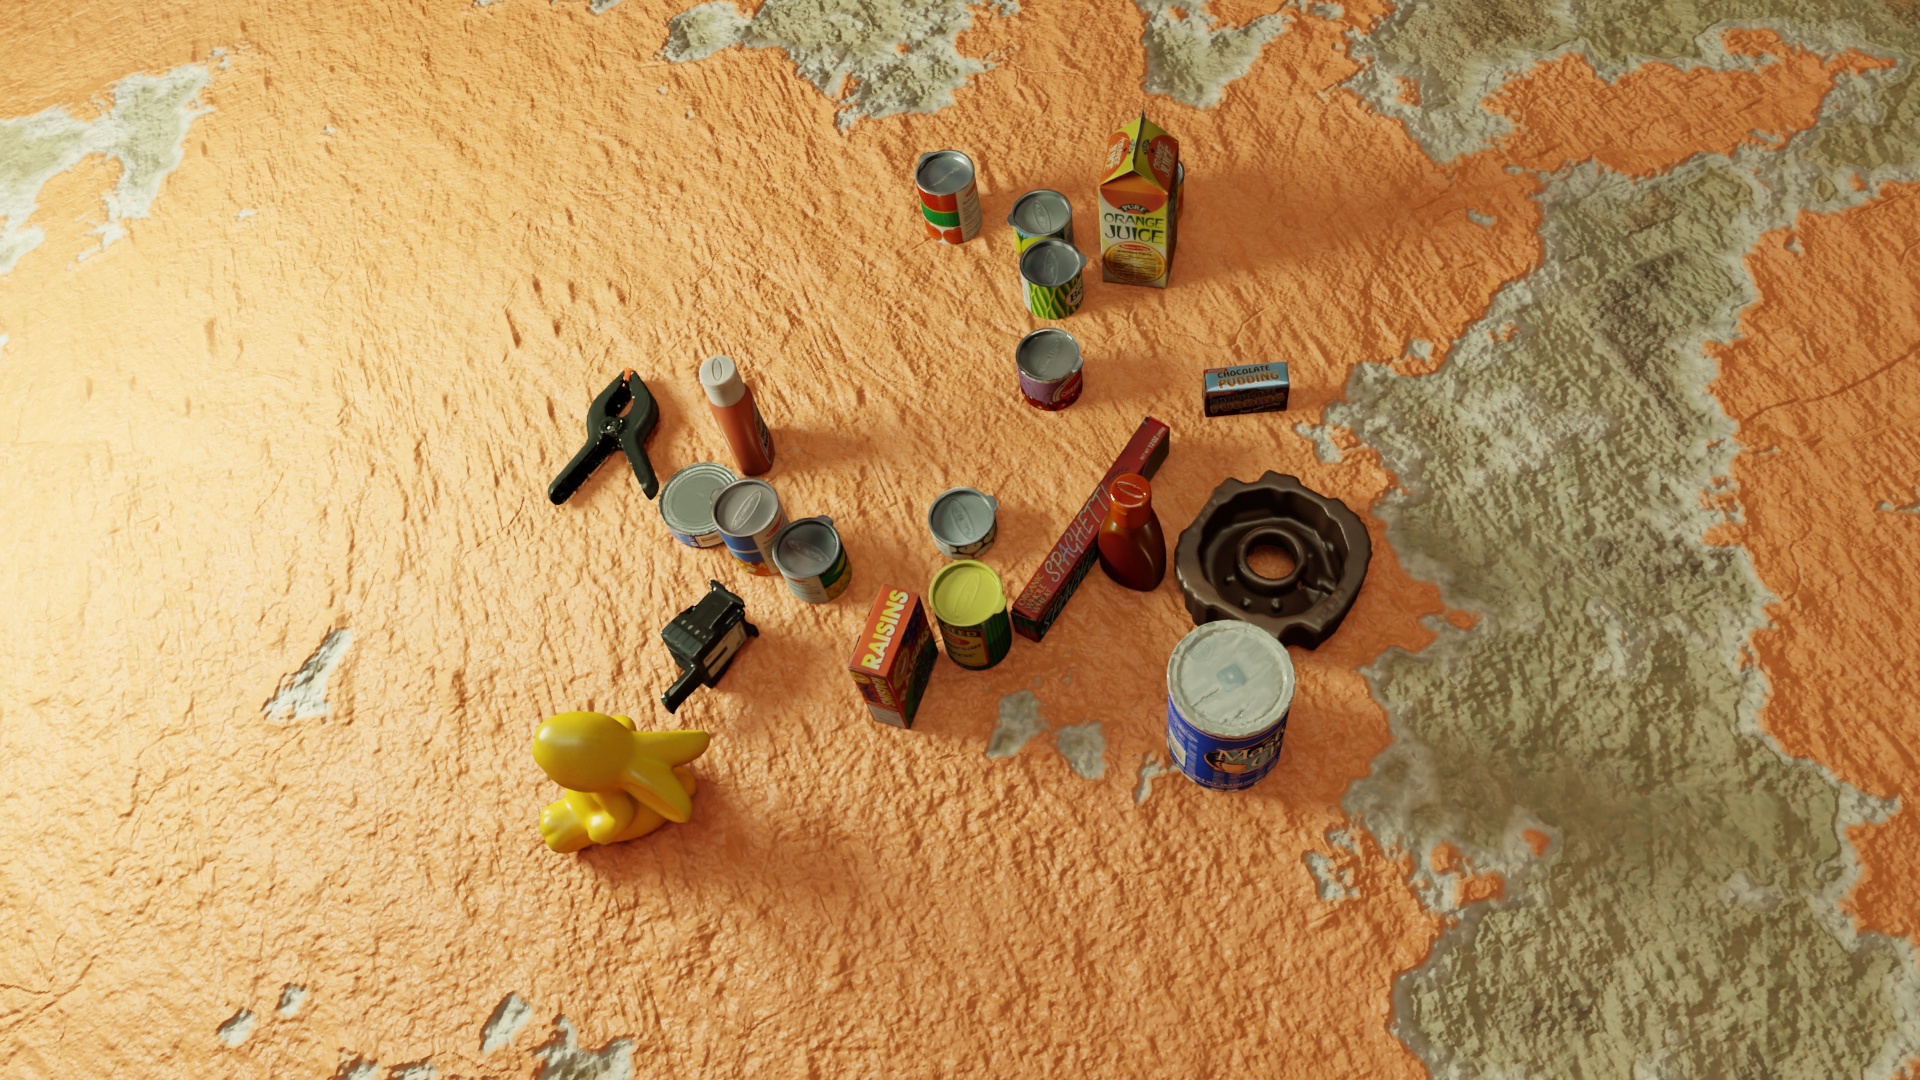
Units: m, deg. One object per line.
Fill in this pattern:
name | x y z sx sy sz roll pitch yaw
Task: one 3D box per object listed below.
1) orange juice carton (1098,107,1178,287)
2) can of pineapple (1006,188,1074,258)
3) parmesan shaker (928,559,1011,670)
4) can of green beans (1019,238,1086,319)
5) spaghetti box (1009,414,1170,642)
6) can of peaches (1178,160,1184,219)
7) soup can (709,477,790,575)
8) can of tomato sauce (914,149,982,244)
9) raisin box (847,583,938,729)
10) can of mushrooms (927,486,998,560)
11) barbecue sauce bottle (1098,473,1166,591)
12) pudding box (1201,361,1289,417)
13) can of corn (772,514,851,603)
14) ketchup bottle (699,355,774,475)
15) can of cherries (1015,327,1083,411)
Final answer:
orange juice carton | 0.184 -0.351 1.435 0.073 0.191 0.072 9 63 13
can of pineapple | 0.089 -0.340 1.520 0.071 0.057 0.071 -3 61 6
parmesan shaker | 0.013 0.071 1.271 0.071 0.102 0.071 -3 61 6
can of green beans | 0.098 -0.279 1.483 0.071 0.057 0.071 -3 61 6
spaghetti box | 0.127 -0.012 1.333 0.029 0.050 0.251 28 68 21
can of peaches | 0.211 -0.382 1.526 0.071 0.057 0.071 -3 61 6
soup can | -0.203 -0.014 1.360 0.071 0.083 0.071 -3 61 6
can of tomato sauce | -0.014 -0.381 1.542 0.071 0.082 0.071 -3 61 6
raisin box | -0.059 0.106 1.250 0.040 0.123 0.086 15 64 15
can of mushrooms | 0.005 -0.017 1.362 0.071 0.033 0.071 -3 60 6
barbecue sauce bottle | 0.157 -0.008 1.270 0.065 0.148 0.044 26 68 20
pudding box | 0.286 -0.152 1.391 0.084 0.049 0.030 -5 61 5
can of corn | -0.142 0.018 1.348 0.071 0.058 0.071 -3 61 6
ketchup bottle | -0.224 -0.127 1.390 0.043 0.148 0.065 -12 60 2
can of cherries | 0.094 -0.173 1.424 0.071 0.058 0.072 -3 61 6
